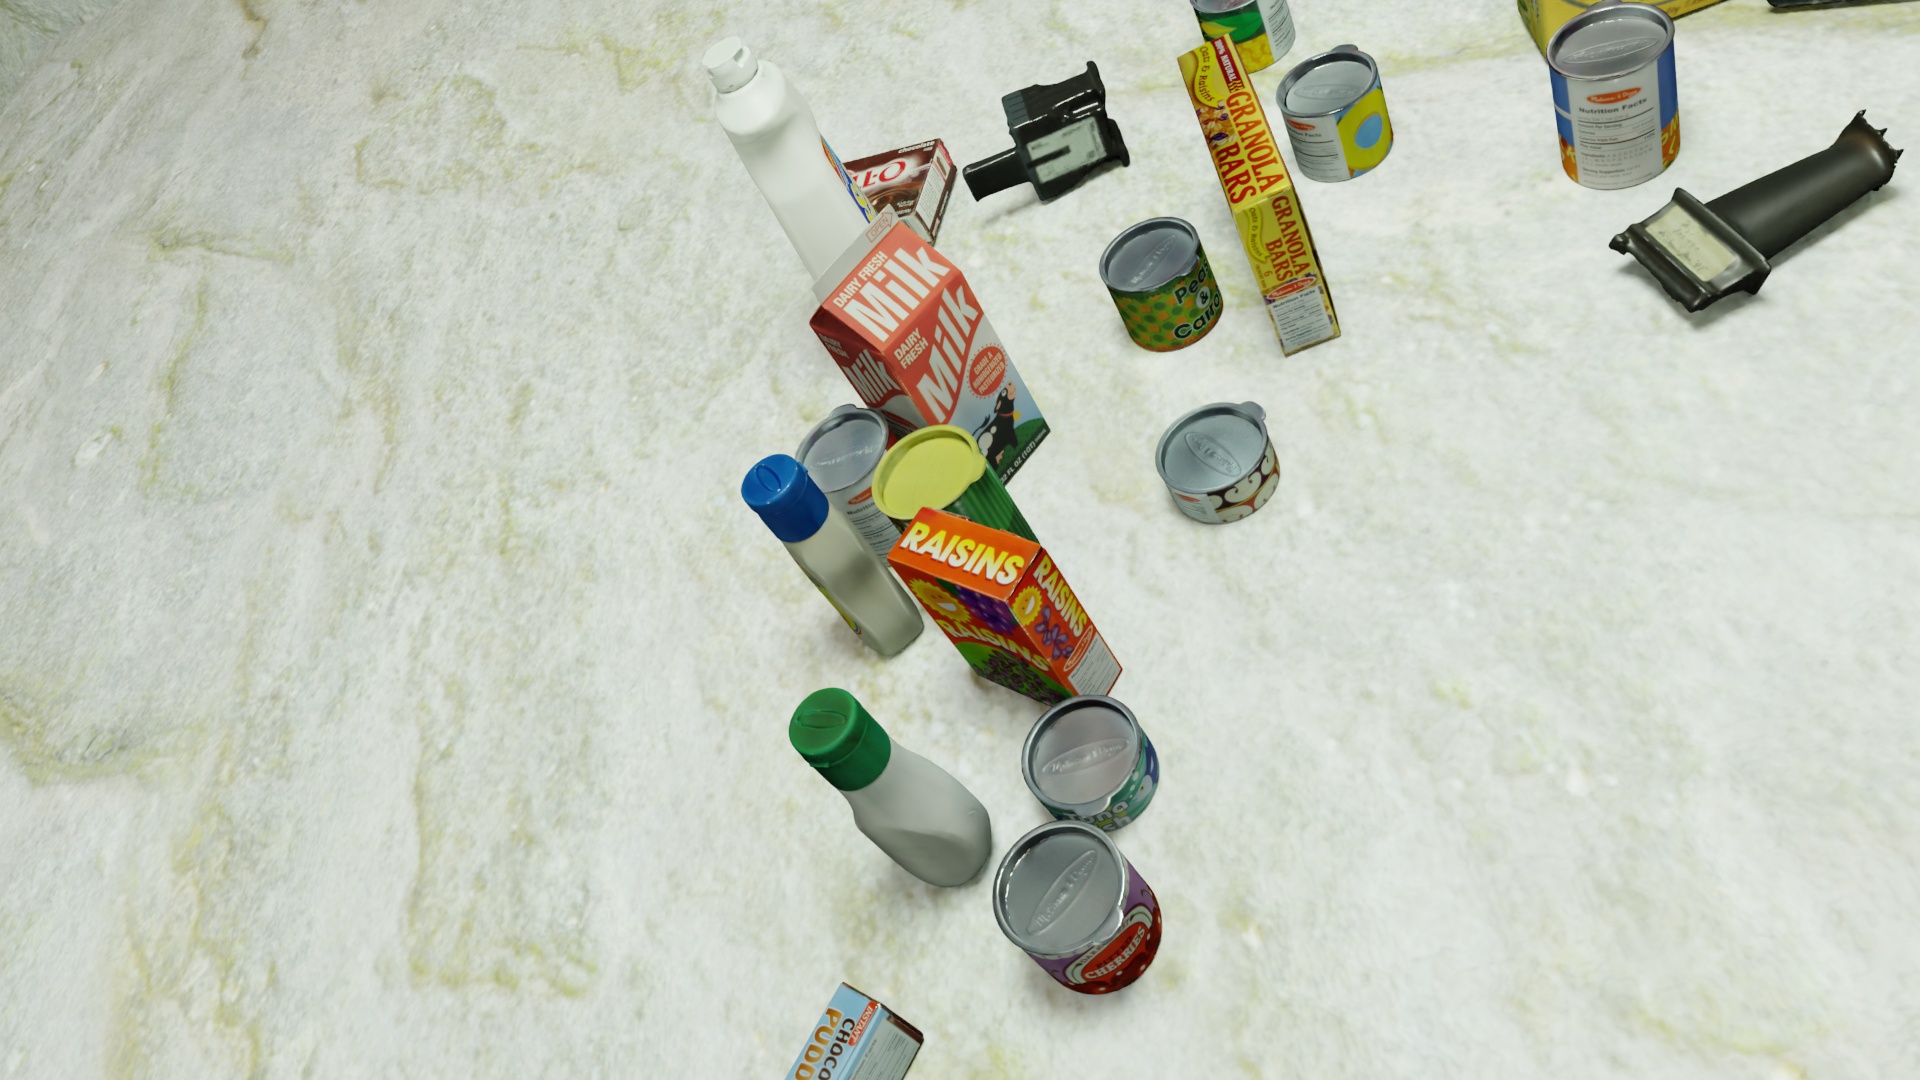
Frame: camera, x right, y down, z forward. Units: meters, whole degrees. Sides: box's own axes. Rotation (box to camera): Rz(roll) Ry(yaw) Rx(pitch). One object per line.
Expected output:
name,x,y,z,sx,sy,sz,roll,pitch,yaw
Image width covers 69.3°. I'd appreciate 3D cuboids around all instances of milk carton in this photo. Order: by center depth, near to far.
milk carton,-0.024,-0.112,0.847,0.073,0.190,0.072,27,71,41

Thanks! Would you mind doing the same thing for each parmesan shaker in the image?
parmesan shaker,0.003,-0.010,0.811,0.071,0.102,0.072,-16,49,19

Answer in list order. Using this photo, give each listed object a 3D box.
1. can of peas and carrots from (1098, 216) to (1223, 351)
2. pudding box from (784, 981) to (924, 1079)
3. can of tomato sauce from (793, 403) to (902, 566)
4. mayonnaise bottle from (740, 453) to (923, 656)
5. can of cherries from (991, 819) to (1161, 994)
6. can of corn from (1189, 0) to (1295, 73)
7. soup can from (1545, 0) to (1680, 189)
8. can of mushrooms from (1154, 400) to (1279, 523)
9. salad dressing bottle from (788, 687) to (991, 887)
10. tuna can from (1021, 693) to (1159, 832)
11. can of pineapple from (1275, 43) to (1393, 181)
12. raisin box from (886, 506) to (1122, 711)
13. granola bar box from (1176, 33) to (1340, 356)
can of peas and carrots,0.132,-0.164,0.893,0.071,0.058,0.071,-16,49,19
pudding box,-0.058,0.262,0.664,0.030,0.049,0.084,14,63,37
can of tomato sauce,-0.058,-0.034,0.879,0.071,0.082,0.071,-16,49,19
mayonnaise bottle,-0.075,0.008,0.810,0.041,0.147,0.065,-41,46,-5
can of cherries,0.058,0.177,0.661,0.071,0.058,0.072,-16,49,19
can of corn,0.208,-0.390,1.032,0.071,0.058,0.071,-16,49,19
soup can,0.382,-0.260,0.810,0.071,0.083,0.072,-16,49,19
can of mushrooms,0.151,-0.046,0.805,0.071,0.033,0.071,-15,49,19
salad dressing bottle,-0.034,0.124,0.693,0.064,0.147,0.044,-3,54,28
tuna can,0.068,0.118,0.720,0.071,0.032,0.071,-15,49,19
can of pineapple,0.250,-0.283,0.922,0.071,0.057,0.071,-16,49,19
raisin box,0.026,0.039,0.744,0.086,0.123,0.040,19,67,39
granola bar box,0.184,-0.215,0.858,0.039,0.123,0.166,-20,47,15
